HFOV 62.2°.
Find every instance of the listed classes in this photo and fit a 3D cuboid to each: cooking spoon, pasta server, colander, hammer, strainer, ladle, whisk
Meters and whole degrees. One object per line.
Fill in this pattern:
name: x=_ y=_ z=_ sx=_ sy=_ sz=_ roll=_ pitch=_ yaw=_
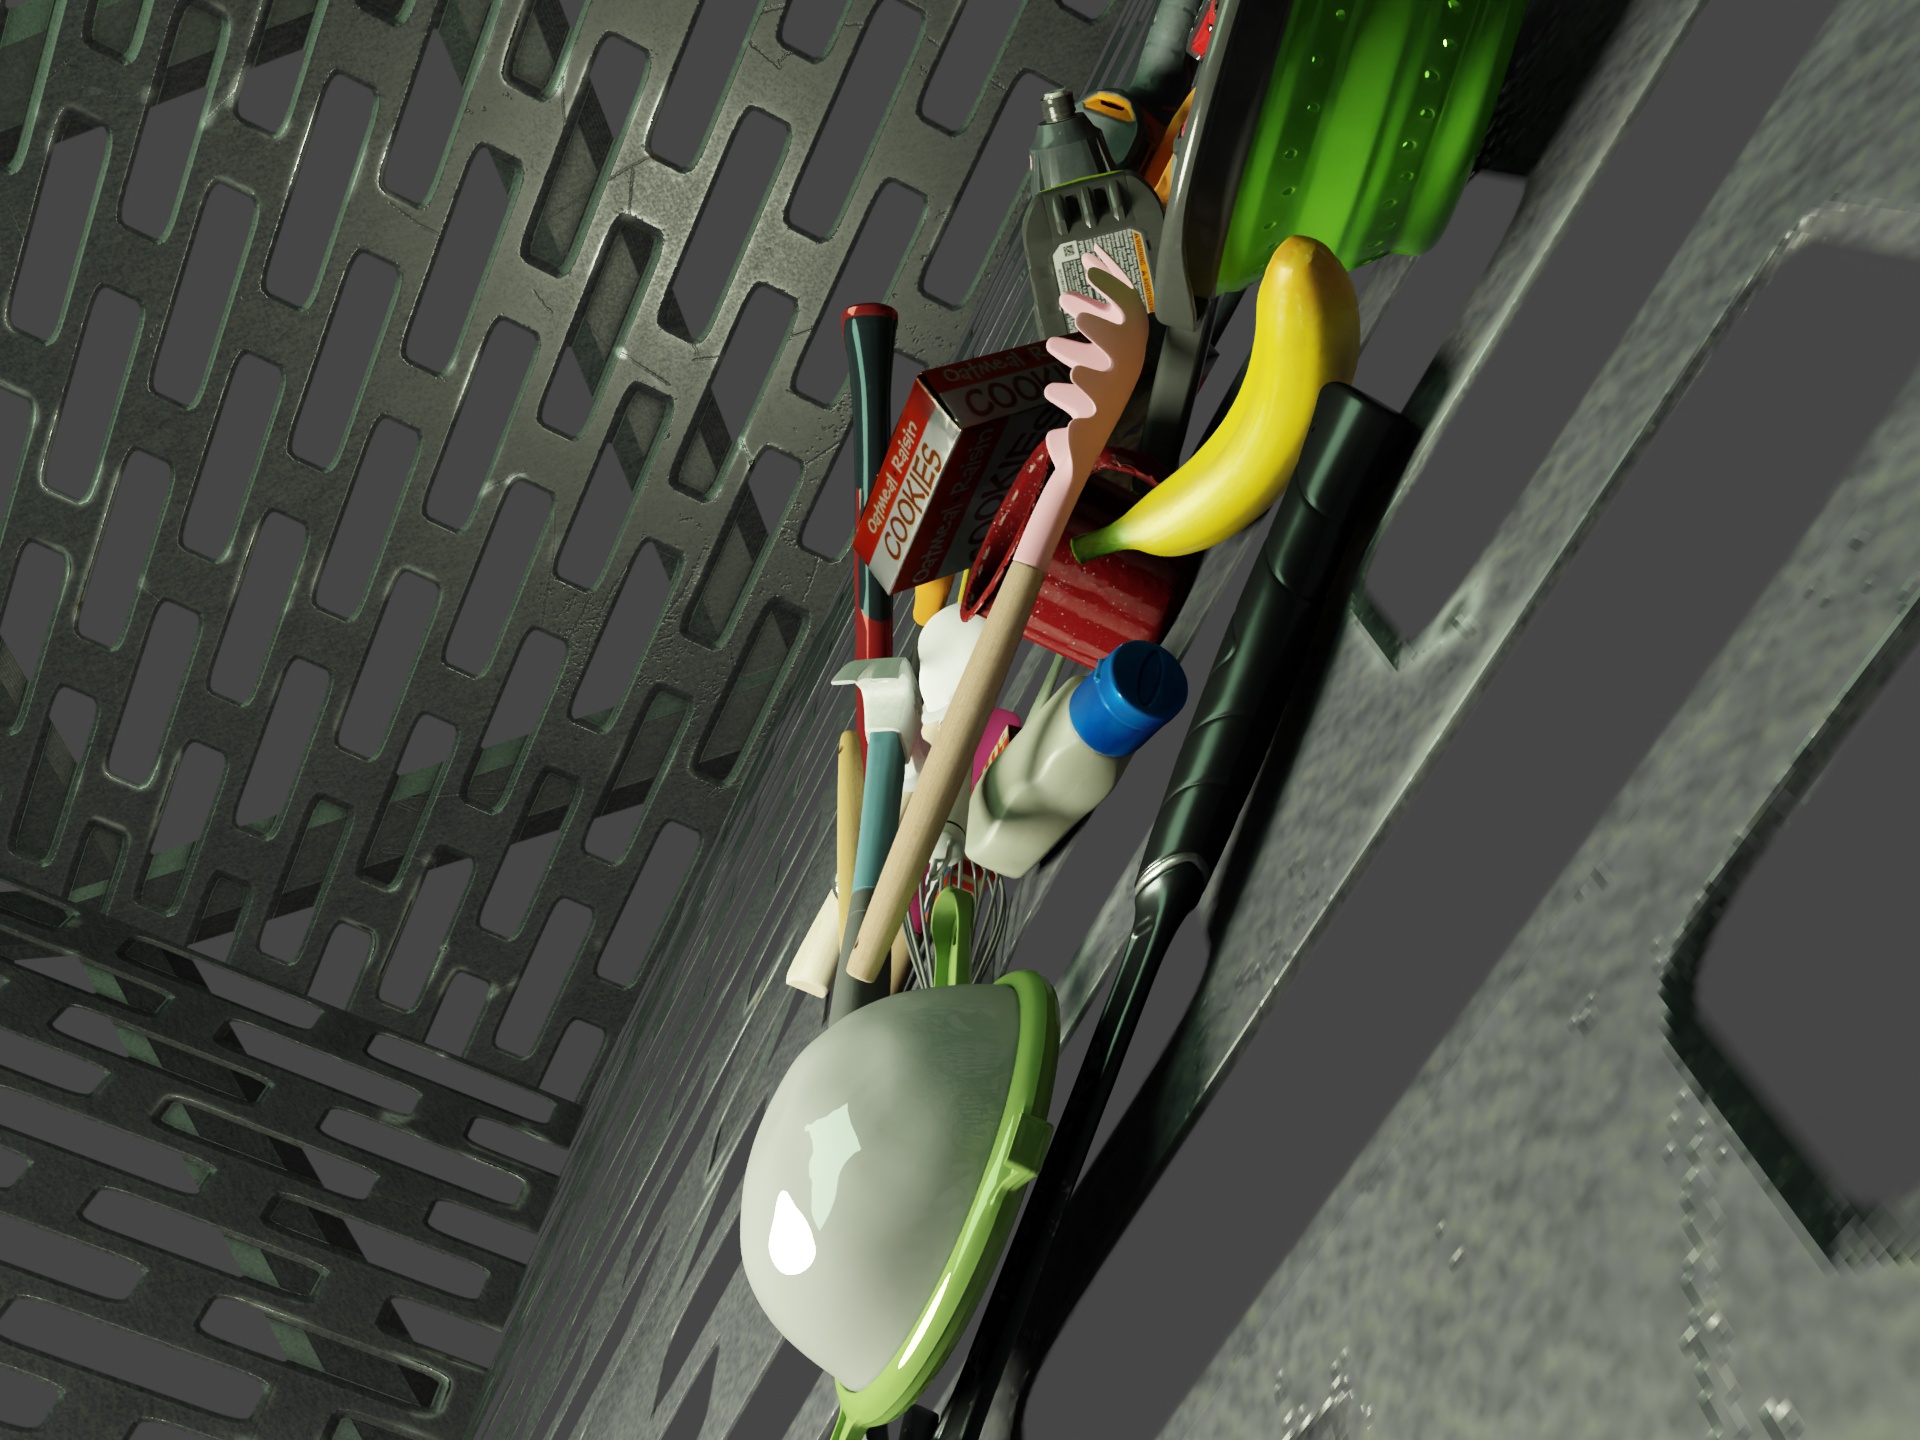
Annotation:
cooking spoon: x=-0.036 y=0.141 z=0.886 sx=0.069 sy=0.017 sz=0.319 roll=17 pitch=83 yaw=55
pasta server: x=0.011 y=-0.041 z=0.660 sx=0.060 sy=0.040 sz=0.316 roll=-151 pitch=83 yaw=-81
colander: x=0.138 y=-0.192 z=0.637 sx=0.396 sy=0.094 sz=0.205 roll=95 pitch=-166 yaw=-61
hammer: x=-0.023 y=-0.085 z=1.097 sx=0.336 sy=0.034 sz=0.127 roll=104 pitch=-168 yaw=-67
strainer: x=-0.028 y=0.119 z=0.562 sx=0.151 sy=0.069 sz=0.256 roll=-62 pitch=9 yaw=22
strainer: x=-0.001 y=-0.002 z=0.772 sx=0.087 sy=0.050 sz=0.259 roll=-42 pitch=19 yaw=24
hammer: x=0.060 y=0.071 z=0.509 sx=0.409 sy=0.036 sz=0.149 roll=-67 pitch=9 yaw=-12
hammer: x=-0.021 y=0.008 z=1.096 sx=0.410 sy=0.038 sz=0.146 roll=-63 pitch=8 yaw=14
hammer: x=-0.044 y=0.101 z=0.770 sx=0.128 sy=0.033 sz=0.331 roll=77 pitch=-167 yaw=-47
hammer: x=-0.051 y=-0.072 z=0.992 sx=0.143 sy=0.038 sz=0.386 roll=167 pitch=103 yaw=-74
ladle: x=-0.058 y=0.122 z=0.847 sx=0.069 sy=0.031 sz=0.316 roll=-46 pitch=32 yaw=35
whisk: x=-0.009 y=0.132 z=0.697 sx=0.239 sy=0.055 sz=0.055 roll=-84 pitch=20 yaw=-50

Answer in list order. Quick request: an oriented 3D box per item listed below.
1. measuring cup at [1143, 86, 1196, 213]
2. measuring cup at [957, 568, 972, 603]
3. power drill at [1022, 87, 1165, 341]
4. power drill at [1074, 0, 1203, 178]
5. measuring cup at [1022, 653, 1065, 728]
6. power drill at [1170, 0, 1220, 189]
measuring cup: x=0.169 y=-0.372 z=0.974 sx=0.173 sy=0.052 sz=0.095 roll=-53 pitch=15 yaw=44
measuring cup: x=0.023 y=-0.118 z=0.990 sx=0.062 sy=0.029 sz=0.156 roll=-75 pitch=-1 yaw=-81
power drill: x=0.078 y=-0.272 z=0.937 sx=0.223 sy=0.080 sz=0.171 roll=-90 pitch=-14 yaw=-62
power drill: x=0.155 y=-0.455 z=1.097 sx=0.226 sy=0.084 sz=0.164 roll=-65 pitch=-21 yaw=8
measuring cup: x=0.041 y=-0.046 z=0.878 sx=0.168 sy=0.038 sz=0.083 roll=-68 pitch=10 yaw=-26
power drill: x=0.157 y=-0.339 z=0.820 sx=0.143 sy=0.078 sz=0.220 roll=115 pitch=175 yaw=-47
